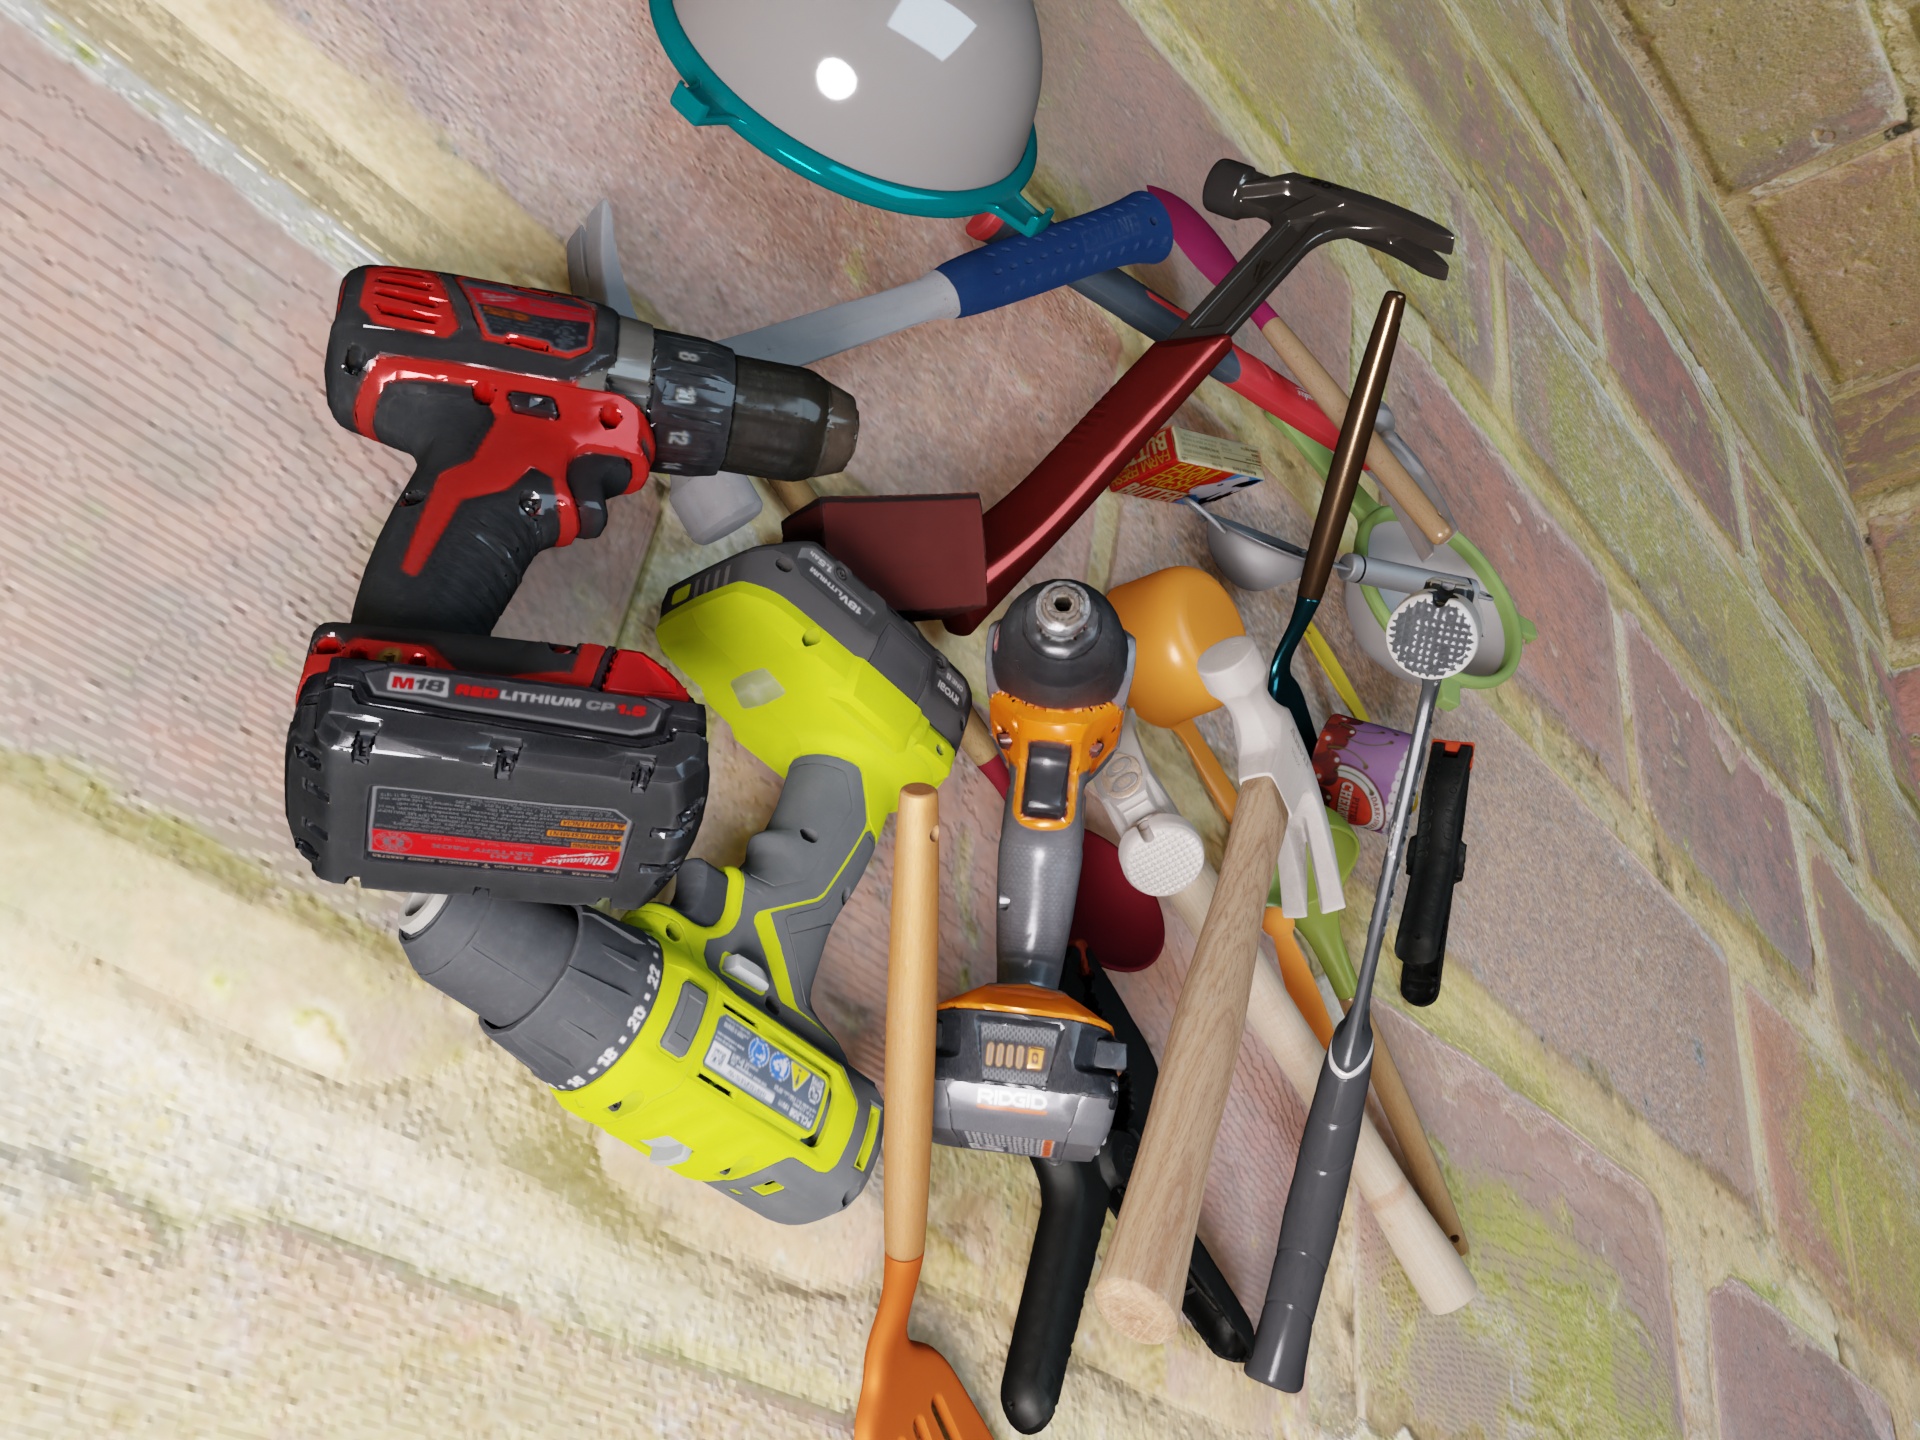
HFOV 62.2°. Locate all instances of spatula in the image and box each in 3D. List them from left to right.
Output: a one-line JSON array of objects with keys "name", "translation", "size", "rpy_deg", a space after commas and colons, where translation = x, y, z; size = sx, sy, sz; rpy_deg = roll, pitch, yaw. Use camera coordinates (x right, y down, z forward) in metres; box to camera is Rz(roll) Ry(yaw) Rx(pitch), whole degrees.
[{"name": "spatula", "translation": [-0.012, 0.173, 0.572], "size": [0.081, 0.041, 0.322], "rpy_deg": [-29, 127, -52]}, {"name": "spatula", "translation": [0.227, -0.096, 0.954], "size": [0.082, 0.044, 0.317], "rpy_deg": [-30, 136, -54]}]

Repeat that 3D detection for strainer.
[{"name": "strainer", "translation": [-0.044, -0.404, 0.806], "size": [0.211, 0.095, 0.341], "rpy_deg": [10, 53, -26]}, {"name": "strainer", "translation": [0.249, -0.099, 1.038], "size": [0.258, 0.087, 0.050], "rpy_deg": [8, 109, -24]}, {"name": "strainer", "translation": [0.290, -0.116, 1.142], "size": [0.151, 0.069, 0.256], "rpy_deg": [-31, 79, -42]}]

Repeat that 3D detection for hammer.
[{"name": "hammer", "translation": [-0.017, -0.215, 0.787], "size": [0.405, 0.035, 0.144], "rpy_deg": [-33, 94, -44]}, {"name": "hammer", "translation": [0.110, -0.171, 0.835], "size": [0.359, 0.149, 0.036], "rpy_deg": [-49, 153, -24]}, {"name": "hammer", "translation": [0.110, 0.108, 0.667], "size": [0.130, 0.031, 0.331], "rpy_deg": [58, 35, -26]}, {"name": "hammer", "translation": [0.165, -0.220, 0.997], "size": [0.386, 0.038, 0.143], "rpy_deg": [22, 37, -33]}, {"name": "hammer", "translation": [0.181, 0.174, 0.862], "size": [0.410, 0.038, 0.146], "rpy_deg": [56, 10, -24]}, {"name": "hammer", "translation": [0.185, 0.132, 0.741], "size": [0.149, 0.036, 0.409], "rpy_deg": [-26, 127, -66]}]

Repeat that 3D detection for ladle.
[{"name": "ladle", "translation": [-0.001, -0.002, 0.759], "size": [0.315, 0.031, 0.069], "rpy_deg": [54, 44, -15]}, {"name": "ladle", "translation": [0.239, 0.188, 0.931], "size": [0.062, 0.078, 0.320], "rpy_deg": [-73, 139, -74]}]

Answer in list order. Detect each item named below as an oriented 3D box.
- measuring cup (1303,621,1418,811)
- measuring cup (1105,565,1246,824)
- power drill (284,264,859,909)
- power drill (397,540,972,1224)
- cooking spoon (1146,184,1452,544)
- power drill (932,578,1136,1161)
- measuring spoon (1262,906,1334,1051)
[{"name": "measuring cup", "translation": [0.256, -0.002, 1.073], "size": [0.062, 0.029, 0.157], "rpy_deg": [-8, 68, -51]}, {"name": "measuring cup", "translation": [0.147, -0.009, 0.914], "size": [0.173, 0.052, 0.095], "rpy_deg": [60, 39, -7]}, {"name": "power drill", "translation": [-0.122, -0.055, 0.532], "size": [0.187, 0.080, 0.227], "rpy_deg": [7, 52, -18]}, {"name": "power drill", "translation": [-0.089, 0.047, 0.592], "size": [0.190, 0.080, 0.229], "rpy_deg": [42, 48, -31]}, {"name": "cooking spoon", "translation": [0.214, -0.235, 1.016], "size": [0.068, 0.017, 0.319], "rpy_deg": [-3, 55, -51]}, {"name": "power drill", "translation": [0.032, 0.057, 0.652], "size": [0.164, 0.084, 0.227], "rpy_deg": [83, 13, -71]}, {"name": "measuring spoon", "translation": [0.193, 0.156, 0.904], "size": [0.011, 0.021, 0.116], "rpy_deg": [-48, 123, -49]}]
